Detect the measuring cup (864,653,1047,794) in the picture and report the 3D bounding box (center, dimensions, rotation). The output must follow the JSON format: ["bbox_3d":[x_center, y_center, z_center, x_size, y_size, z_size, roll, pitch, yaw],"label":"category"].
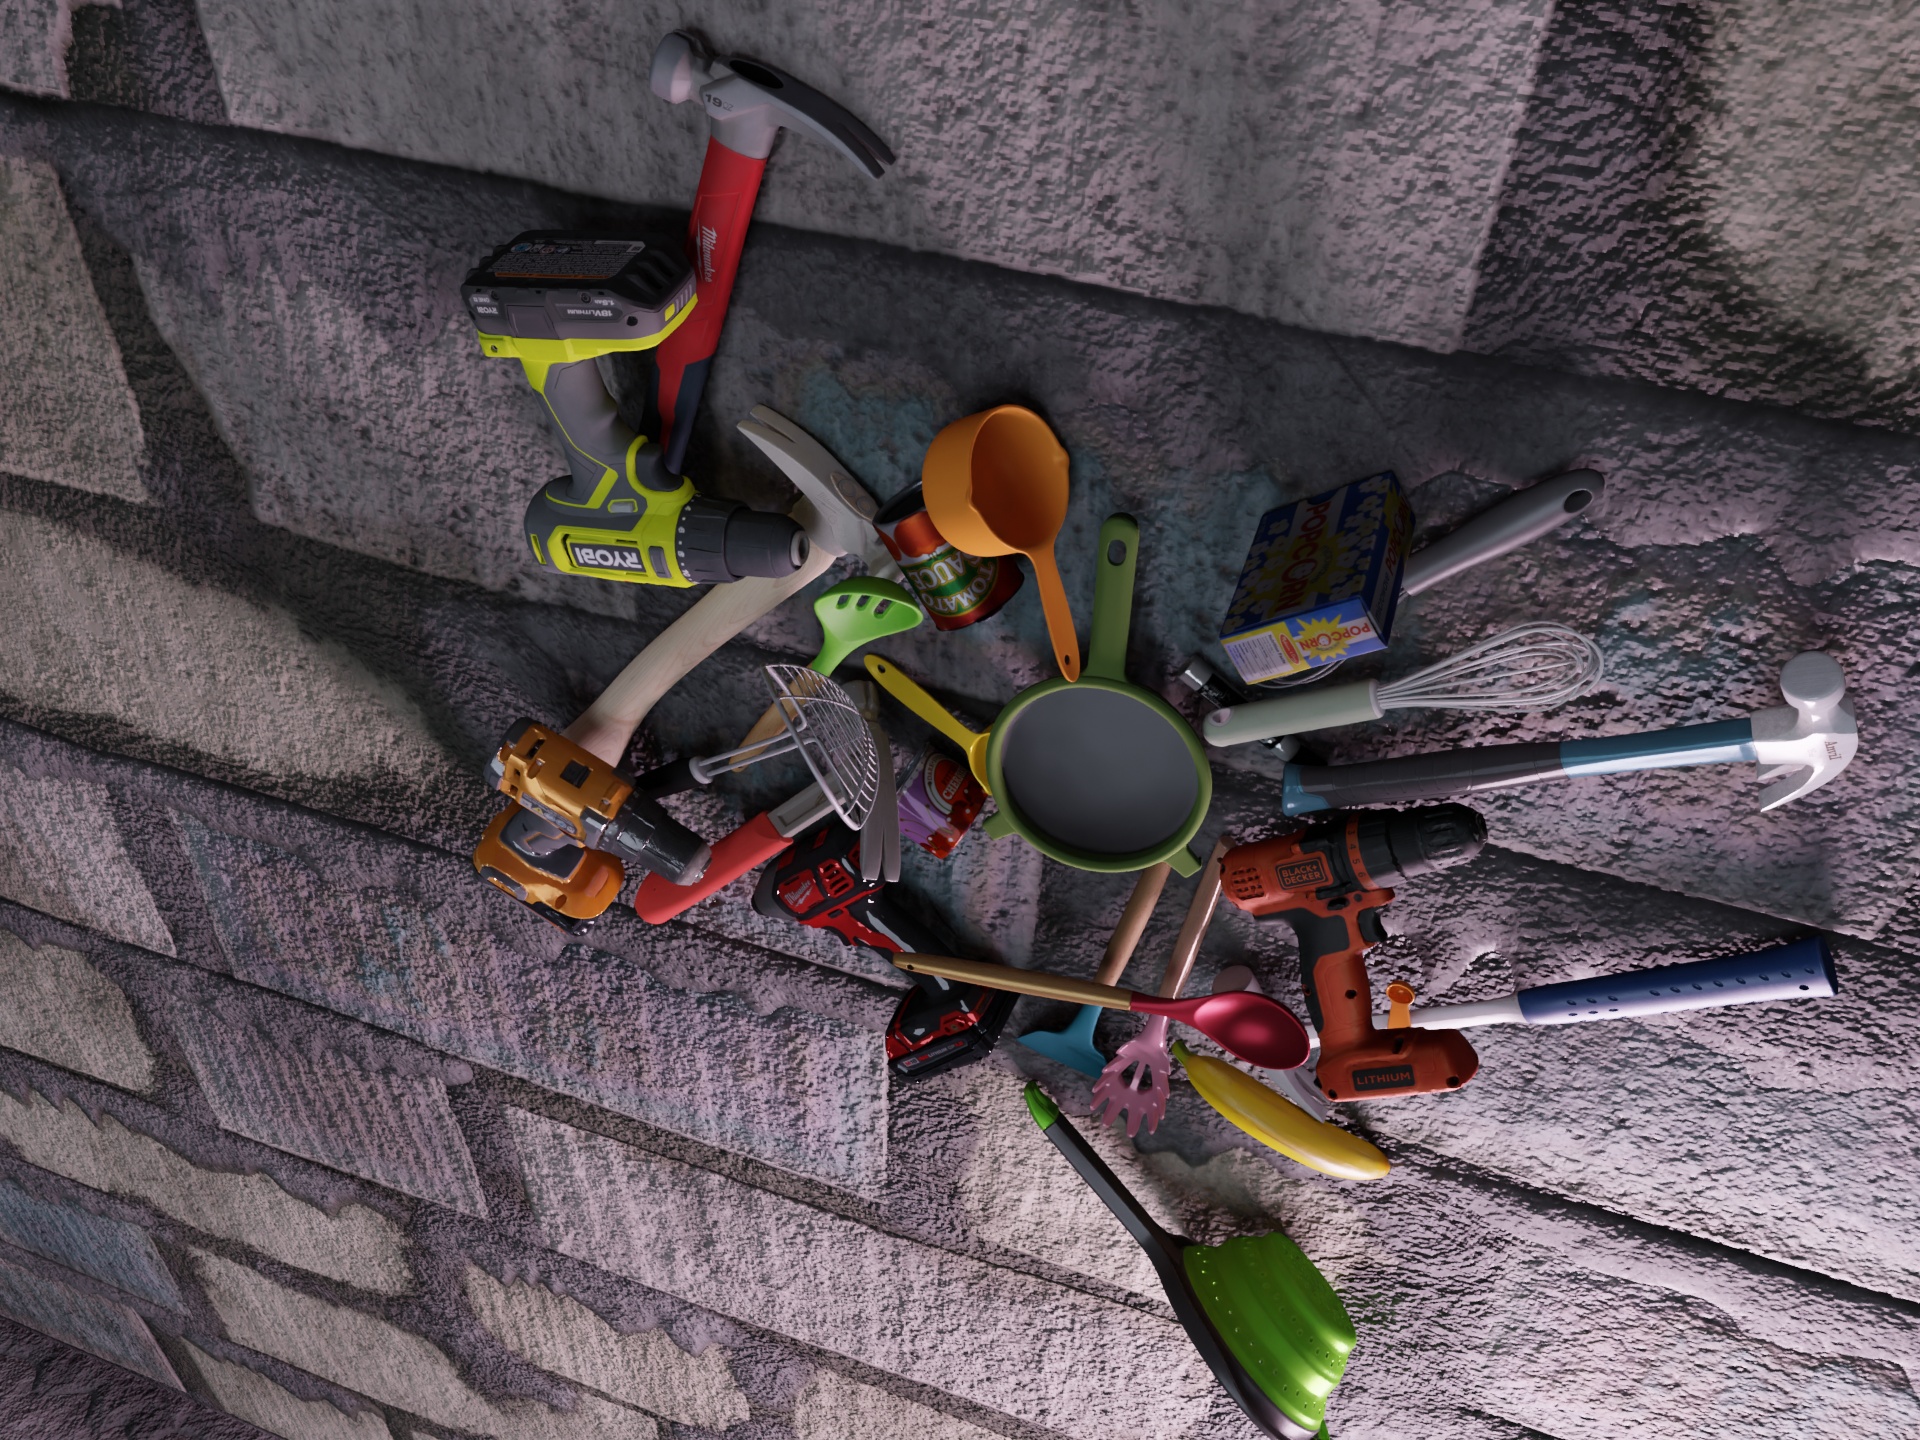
[{"bbox_3d":[-0.002,-0.004,1.135,0.156,0.029,0.062,38,133,9],"label":"measuring cup"}]

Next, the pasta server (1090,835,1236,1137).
[{"bbox_3d":[0.160,0.207,1.211,0.060,0.040,0.316,20,131,9],"label":"pasta server"}]

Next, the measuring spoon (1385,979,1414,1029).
[{"bbox_3d":[0.312,0.223,1.125,0.021,0.011,0.116,11,134,27],"label":"measuring spoon"}]

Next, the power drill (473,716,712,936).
[{"bbox_3d":[-0.302,0.101,1.291,0.185,0.084,0.226,32,147,-4],"label":"power drill"}]

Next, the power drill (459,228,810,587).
[{"bbox_3d":[-0.200,-0.181,0.991,0.190,0.080,0.228,7,133,18],"label":"power drill"}]

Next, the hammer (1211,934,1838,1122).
[{"bbox_3d":[0.383,0.204,1.104,0.405,0.035,0.144,-16,118,35],"label":"hammer"}]

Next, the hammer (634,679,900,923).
[{"bbox_3d":[-0.160,0.104,1.240,0.036,0.149,0.359,10,152,-35],"label":"hammer"}]

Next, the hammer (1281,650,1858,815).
[{"bbox_3d":[0.344,0.024,0.942,0.331,0.033,0.128,-9,148,32],"label":"hammer"}]

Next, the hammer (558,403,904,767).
[{"bbox_3d":[-0.203,-0.067,1.166,0.146,0.038,0.410,45,132,-11],"label":"hammer"}]

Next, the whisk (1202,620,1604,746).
[{"bbox_3d":[0.261,-0.015,0.965,0.246,0.058,0.059,-12,129,31],"label":"whisk"}]

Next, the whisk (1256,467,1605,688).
[{"bbox_3d":[0.261,-0.080,0.923,0.239,0.055,0.055,-30,110,35],"label":"whisk"}]

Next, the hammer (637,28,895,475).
[{"bbox_3d":[-0.162,-0.227,1.013,0.143,0.038,0.386,27,134,1],"label":"hammer"}]

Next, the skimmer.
[{"bbox_3d":[-0.178,0.039,1.157,0.363,0.090,0.127,-17,107,49],"label":"skimmer"}]

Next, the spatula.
[{"bbox_3d":[0.117,0.183,1.227,0.082,0.044,0.317,24,129,6],"label":"spatula"}]

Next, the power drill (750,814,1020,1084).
[{"bbox_3d":[-0.067,0.183,1.281,0.143,0.079,0.219,-30,107,38],"label":"power drill"}]

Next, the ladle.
[{"bbox_3d":[0.101,0.205,1.180,0.315,0.031,0.069,9,125,13],"label":"ladle"}]

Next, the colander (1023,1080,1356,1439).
[{"bbox_3d":[0.211,0.440,1.342,0.094,0.204,0.397,-41,87,8],"label":"colander"}]

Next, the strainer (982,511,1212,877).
[{"bbox_3d":[0.099,-0.023,1.041,0.151,0.069,0.256,10,120,13],"label":"strainer"}]

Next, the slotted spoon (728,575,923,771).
[{"bbox_3d":[-0.110,-0.027,1.126,0.070,0.031,0.313,13,151,-22],"label":"slotted spoon"}]

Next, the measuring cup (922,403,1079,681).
[{"bbox_3d":[0.030,-0.104,0.970,0.052,0.095,0.173,-1,112,45],"label":"measuring cup"}]
